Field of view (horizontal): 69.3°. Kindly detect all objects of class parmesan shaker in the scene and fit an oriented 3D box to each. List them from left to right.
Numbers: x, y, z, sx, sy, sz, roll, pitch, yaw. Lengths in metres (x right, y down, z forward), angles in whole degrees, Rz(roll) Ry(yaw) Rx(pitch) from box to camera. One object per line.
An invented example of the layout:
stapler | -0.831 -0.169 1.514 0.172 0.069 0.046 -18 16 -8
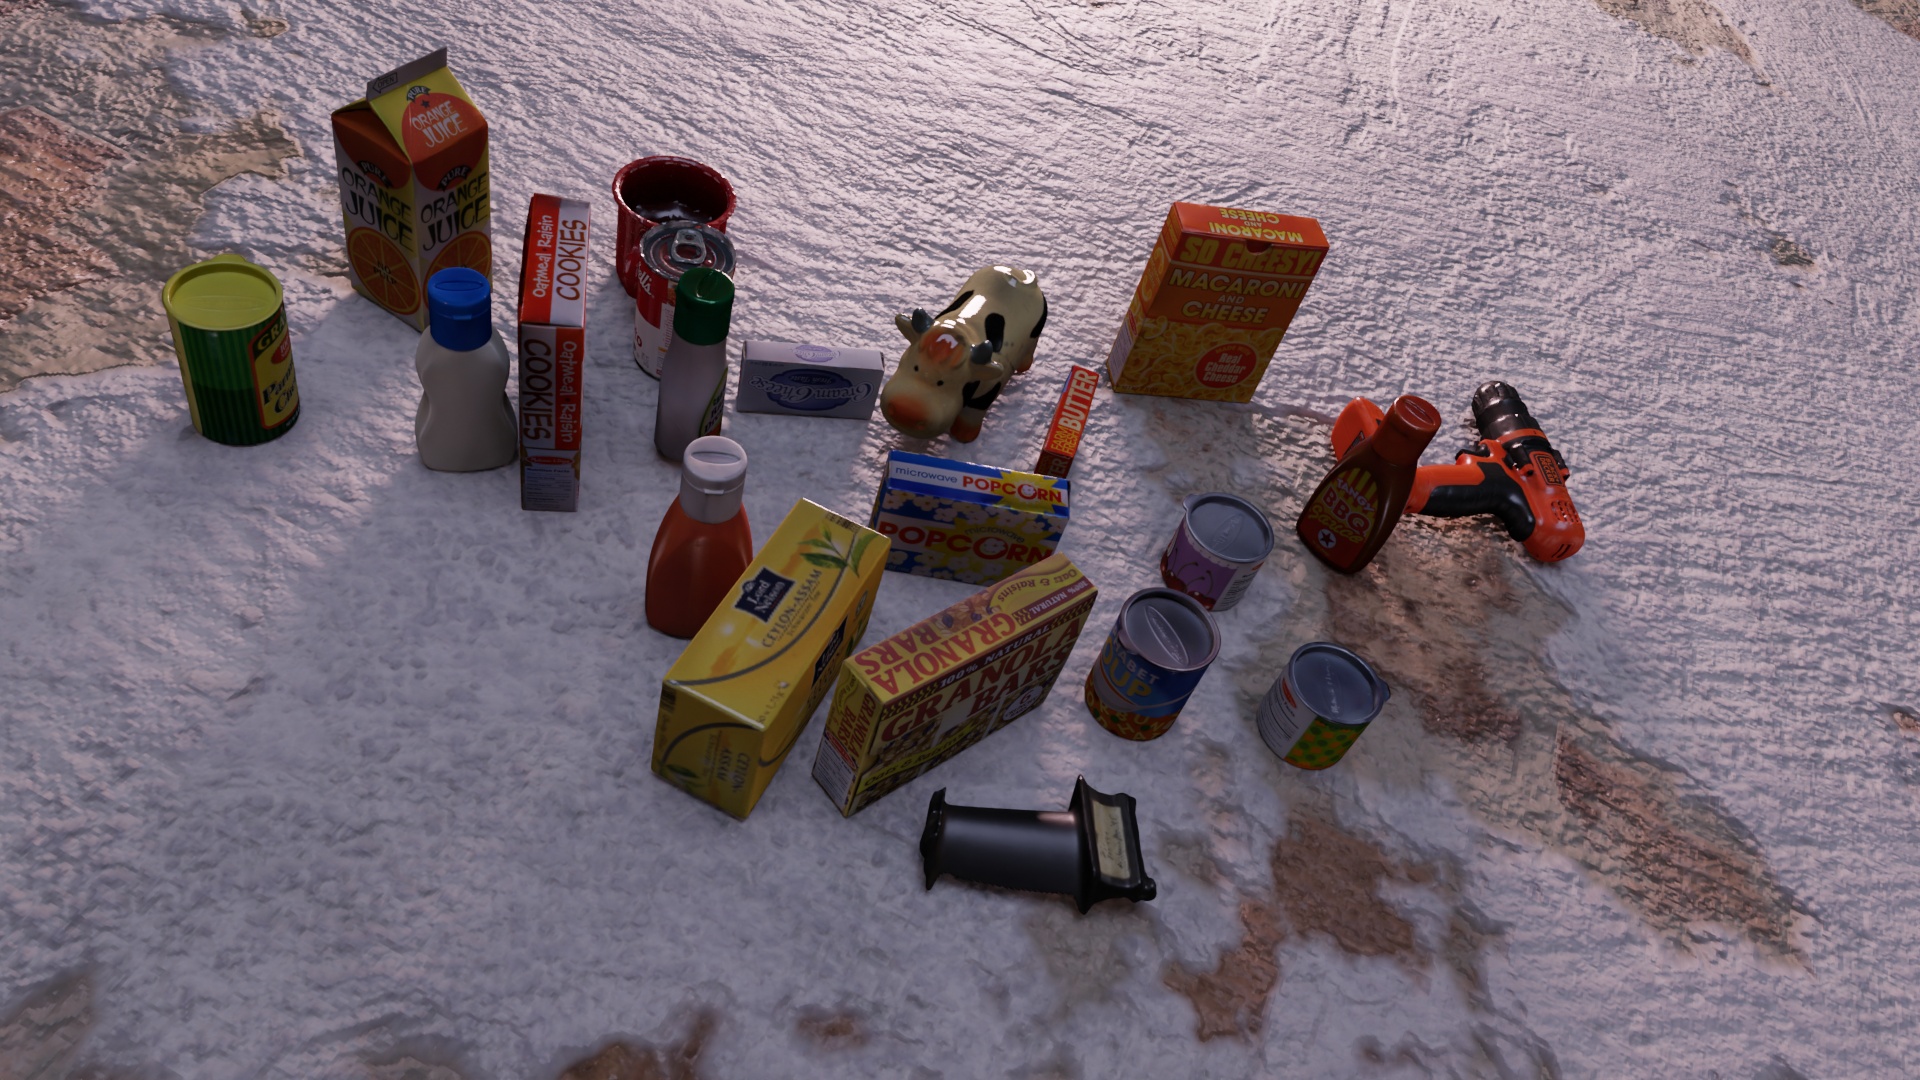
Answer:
parmesan shaker | -0.462 -0.120 0.886 0.071 0.102 0.072 9 48 -10

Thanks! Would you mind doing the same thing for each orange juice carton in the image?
orange juice carton | -0.377 -0.246 0.962 0.073 0.191 0.072 32 48 11

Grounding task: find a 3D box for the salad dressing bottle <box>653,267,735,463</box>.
salad dressing bottle | -0.179 -0.117 0.940 0.044 0.146 0.064 18 47 -1

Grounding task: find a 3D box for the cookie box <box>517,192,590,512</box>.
cookie box | -0.265 -0.119 0.903 0.040 0.166 0.123 2 49 -15

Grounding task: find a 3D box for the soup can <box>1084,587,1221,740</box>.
soup can | 0.121 0.082 0.902 0.071 0.083 0.072 9 48 -10

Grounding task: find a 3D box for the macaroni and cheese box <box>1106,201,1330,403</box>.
macaroni and cheese box | 0.201 -0.184 1.105 0.124 0.165 0.040 3 49 -15

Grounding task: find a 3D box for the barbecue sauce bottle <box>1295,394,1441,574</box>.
barbecue sauce bottle | 0.304 -0.043 1.024 0.044 0.147 0.065 -27 62 -34

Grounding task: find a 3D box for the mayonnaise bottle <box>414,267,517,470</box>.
mayonnaise bottle | -0.318 -0.107 0.888 0.065 0.147 0.041 -5 52 -21

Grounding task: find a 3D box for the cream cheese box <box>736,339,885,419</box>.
cream cheese box | -0.112 -0.118 1.027 0.104 0.053 0.024 2 49 -15

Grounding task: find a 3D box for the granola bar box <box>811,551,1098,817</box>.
granola bar box | -0.003 0.086 0.832 0.166 0.123 0.039 -25 61 -33

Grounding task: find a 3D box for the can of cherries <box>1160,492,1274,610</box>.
can of cherries | 0.183 0.007 1.004 0.071 0.058 0.072 9 48 -10

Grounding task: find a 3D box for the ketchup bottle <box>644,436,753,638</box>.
ketchup bottle | -0.155 0.001 0.844 0.065 0.148 0.044 4 49 -14

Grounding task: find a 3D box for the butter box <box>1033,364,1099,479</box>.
butter box | 0.078 -0.081 1.053 0.024 0.052 0.104 20 47 1

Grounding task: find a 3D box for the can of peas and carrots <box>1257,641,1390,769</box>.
can of peas and carrots | 0.242 0.111 0.931 0.071 0.058 0.071 9 48 -10

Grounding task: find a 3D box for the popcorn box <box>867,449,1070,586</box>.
popcorn box | 0.003 -0.012 0.947 0.127 0.084 0.038 9 48 -9
